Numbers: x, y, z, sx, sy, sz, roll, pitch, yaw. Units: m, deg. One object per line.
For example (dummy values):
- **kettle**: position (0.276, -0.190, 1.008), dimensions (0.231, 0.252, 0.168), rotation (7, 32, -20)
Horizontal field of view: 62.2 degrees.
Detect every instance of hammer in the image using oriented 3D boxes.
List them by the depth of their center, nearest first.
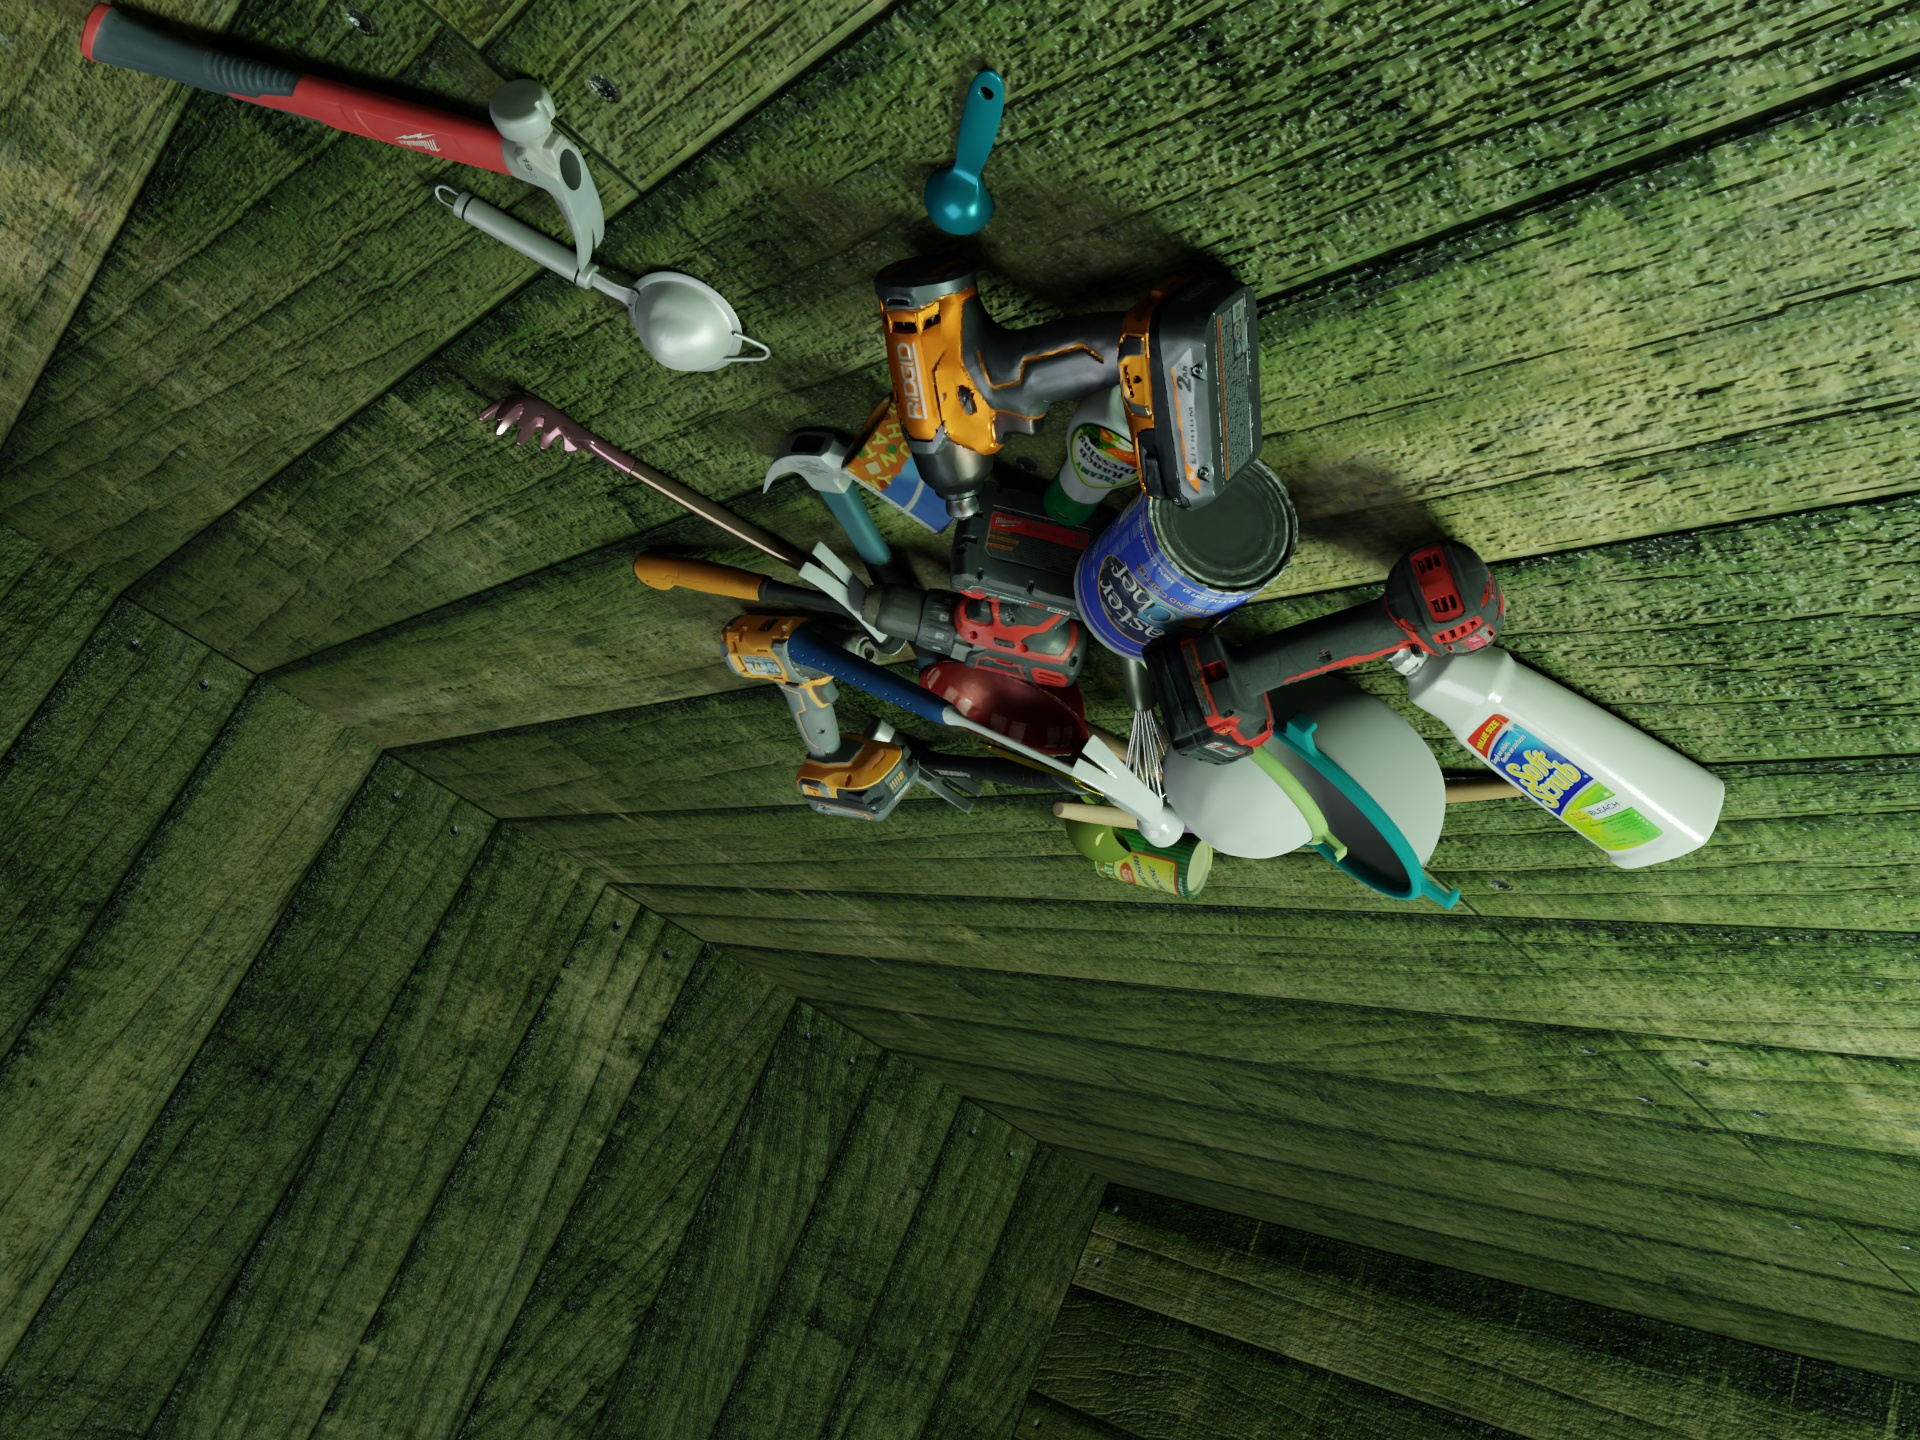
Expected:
- **hammer**: position (-0.423, -0.407, 1.075), dimensions (0.386, 0.038, 0.143), rotation (19, 160, 14)
- **hammer**: position (-0.065, -0.130, 1.336), dimensions (0.128, 0.033, 0.330), rotation (13, 156, 25)
- **hammer**: position (-0.002, -0.004, 1.339), dimensions (0.406, 0.035, 0.143), rotation (25, 170, 37)
- **hammer**: position (-0.196, -0.126, 1.436), dimensions (0.337, 0.034, 0.127), rotation (14, 158, 44)
- **hammer**: position (0.032, 0.052, 1.600), dimensions (0.146, 0.035, 0.335), rotation (36, 164, -26)

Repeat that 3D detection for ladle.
- **ladle**: position (0.163, 0.047, 1.433), dimensions (0.078, 0.062, 0.320), rotation (50, 152, 13)

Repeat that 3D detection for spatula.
- **spatula**: position (0.181, 0.092, 1.441), dimensions (0.060, 0.018, 0.315), rotation (-1, 173, 40)
- **spatula**: position (0.210, 0.050, 1.478), dimensions (0.317, 0.044, 0.082), rotation (28, 159, 5)

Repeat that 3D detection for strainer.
- **strainer**: position (-0.258, -0.309, 1.124), dimensions (0.258, 0.050, 0.086), rotation (29, 143, -2)
- **strainer**: position (0.172, 0.026, 1.204), dimensions (0.256, 0.069, 0.152), rotation (46, 173, -23)
- **strainer**: position (0.277, 0.023, 1.270), dimensions (0.211, 0.095, 0.340), rotation (47, 174, -16)

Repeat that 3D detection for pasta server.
- **pasta server**: position (-0.265, -0.200, 1.386), dimensions (0.316, 0.040, 0.060), rotation (29, 168, -13)

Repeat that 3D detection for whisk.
- **whisk**: position (0.149, -0.010, 1.294), dimensions (0.058, 0.059, 0.246), rotation (-12, 129, 2)

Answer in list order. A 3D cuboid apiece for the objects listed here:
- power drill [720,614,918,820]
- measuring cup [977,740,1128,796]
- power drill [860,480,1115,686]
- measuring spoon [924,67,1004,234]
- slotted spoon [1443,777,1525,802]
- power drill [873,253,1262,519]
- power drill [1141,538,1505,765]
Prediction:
- **power drill**: position (-0.122, -0.008, 1.575), dimensions (0.185, 0.084, 0.226), rotation (4, 132, 41)
- **measuring cup**: position (0.082, 0.031, 1.423), dimensions (0.157, 0.029, 0.062), rotation (18, 164, 35)
- **power drill**: position (0.020, -0.098, 1.230), dimensions (0.188, 0.080, 0.226), rotation (14, 162, -2)
- **measuring spoon**: position (0.003, -0.305, 0.867), dimensions (0.042, 0.021, 0.128), rotation (25, 160, -1)
- **slotted spoon**: position (0.338, 0.066, 1.335), dimensions (0.314, 0.031, 0.070), rotation (-8, 146, 45)
- **power drill**: position (0.059, -0.187, 0.939), dimensions (0.227, 0.084, 0.164), rotation (12, 127, 31)
- **power drill**: position (0.242, -0.045, 1.031), dimensions (0.219, 0.079, 0.143), rotation (-22, 165, 22)
